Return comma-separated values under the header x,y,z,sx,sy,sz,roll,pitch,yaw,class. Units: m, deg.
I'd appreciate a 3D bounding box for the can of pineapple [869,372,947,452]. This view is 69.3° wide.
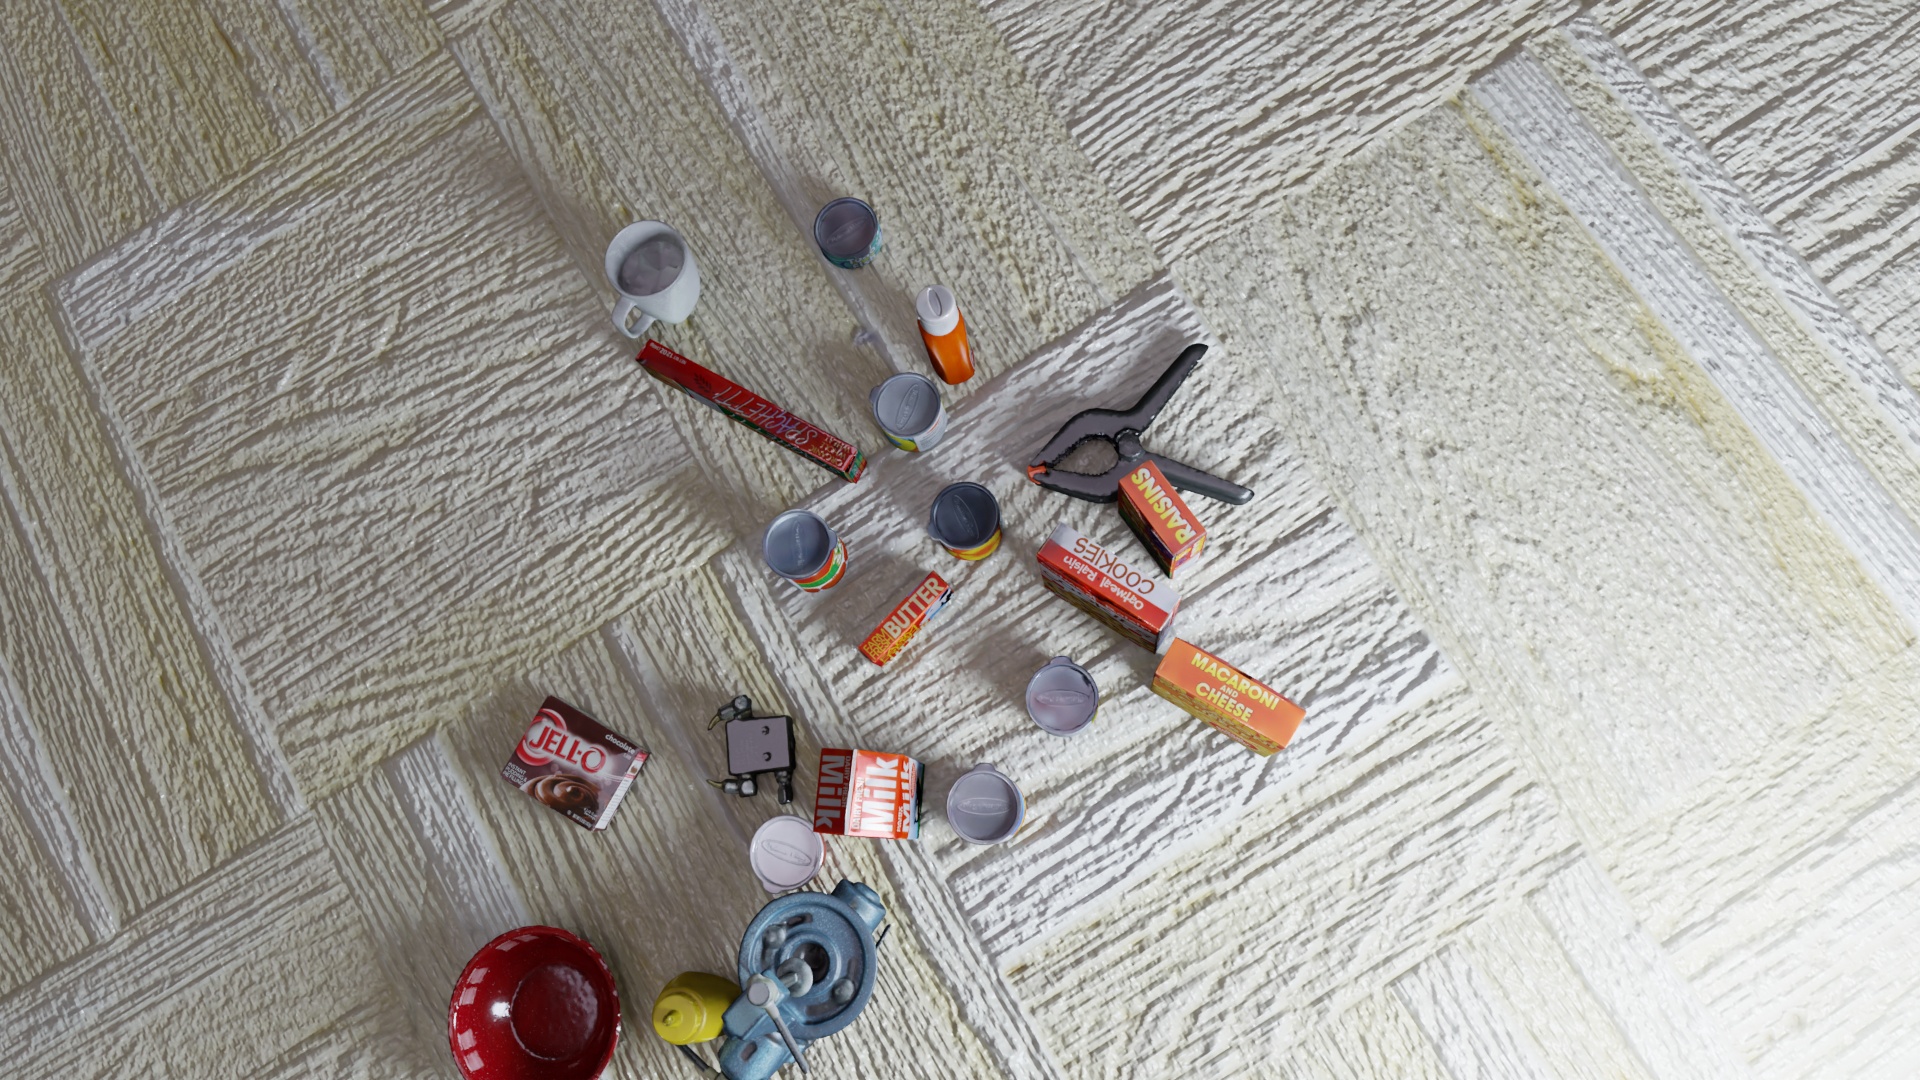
x,y,z,sx,sy,sz,roll,pitch,yaw,class
-0.050,-0.125,1.355,0.071,0.057,0.071,-1,78,6,can of pineapple

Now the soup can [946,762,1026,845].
x,y,z,sx,sy,sz,roll,pitch,yaw,class
0.025,0.238,1.254,0.071,0.083,0.071,-1,78,6,soup can

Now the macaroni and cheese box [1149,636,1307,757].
x,y,z,sx,sy,sz,roll,pitch,yaw,class
0.229,0.138,1.213,0.124,0.166,0.040,30,83,11,macaroni and cheese box

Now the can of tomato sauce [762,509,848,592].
x,y,z,sx,sy,sz,roll,pitch,yaw,class
-0.145,0.011,1.322,0.071,0.083,0.071,-1,78,6,can of tomato sauce

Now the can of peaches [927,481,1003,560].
x,y,z,sx,sy,sz,roll,pitch,yaw,class
0.005,-0.017,1.326,0.071,0.058,0.071,-1,78,6,can of peaches

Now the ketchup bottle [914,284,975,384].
x,y,z,sx,sy,sz,roll,pitch,yaw,class
-0.016,-0.199,1.321,0.043,0.148,0.065,-21,77,2,ketchup bottle

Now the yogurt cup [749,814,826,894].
x,y,z,sx,sy,sz,roll,pitch,yaw,class
-0.155,0.287,1.278,0.072,0.054,0.072,-1,78,6,yogurt cup

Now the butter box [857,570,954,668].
x,y,z,sx,sy,sz,roll,pitch,yaw,class
-0.050,0.076,1.314,0.024,0.053,0.103,43,85,12,butter box

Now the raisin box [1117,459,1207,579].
x,y,z,sx,sy,sz,roll,pitch,yaw,class
0.183,-0.017,1.274,0.040,0.123,0.086,-35,77,-2,raisin box

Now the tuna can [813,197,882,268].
x,y,z,sx,sy,sz,roll,pitch,yaw,class
-0.113,-0.311,1.415,0.071,0.032,0.071,-1,78,6,tuna can

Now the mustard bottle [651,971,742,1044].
x,y,z,sx,sy,sz,roll,pitch,yaw,class
-0.235,0.408,1.205,0.065,0.160,0.049,15,80,9,mustard bottle

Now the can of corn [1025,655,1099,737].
x,y,z,sx,sy,sz,roll,pitch,yaw,class
0.095,0.145,1.281,0.071,0.058,0.071,-1,78,6,can of corn

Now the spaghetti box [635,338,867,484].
x,y,z,sx,sy,sz,roll,pitch,yaw,class
-0.206,-0.127,1.376,0.250,0.050,0.029,28,83,11,spaghetti box

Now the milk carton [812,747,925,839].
x,y,z,sx,sy,sz,roll,pitch,yaw,class
-0.081,0.223,1.214,0.073,0.190,0.072,3,79,7,milk carton

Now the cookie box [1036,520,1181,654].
x,y,z,sx,sy,sz,roll,pitch,yaw,class
0.132,0.046,1.242,0.123,0.167,0.040,32,83,11,cookie box
